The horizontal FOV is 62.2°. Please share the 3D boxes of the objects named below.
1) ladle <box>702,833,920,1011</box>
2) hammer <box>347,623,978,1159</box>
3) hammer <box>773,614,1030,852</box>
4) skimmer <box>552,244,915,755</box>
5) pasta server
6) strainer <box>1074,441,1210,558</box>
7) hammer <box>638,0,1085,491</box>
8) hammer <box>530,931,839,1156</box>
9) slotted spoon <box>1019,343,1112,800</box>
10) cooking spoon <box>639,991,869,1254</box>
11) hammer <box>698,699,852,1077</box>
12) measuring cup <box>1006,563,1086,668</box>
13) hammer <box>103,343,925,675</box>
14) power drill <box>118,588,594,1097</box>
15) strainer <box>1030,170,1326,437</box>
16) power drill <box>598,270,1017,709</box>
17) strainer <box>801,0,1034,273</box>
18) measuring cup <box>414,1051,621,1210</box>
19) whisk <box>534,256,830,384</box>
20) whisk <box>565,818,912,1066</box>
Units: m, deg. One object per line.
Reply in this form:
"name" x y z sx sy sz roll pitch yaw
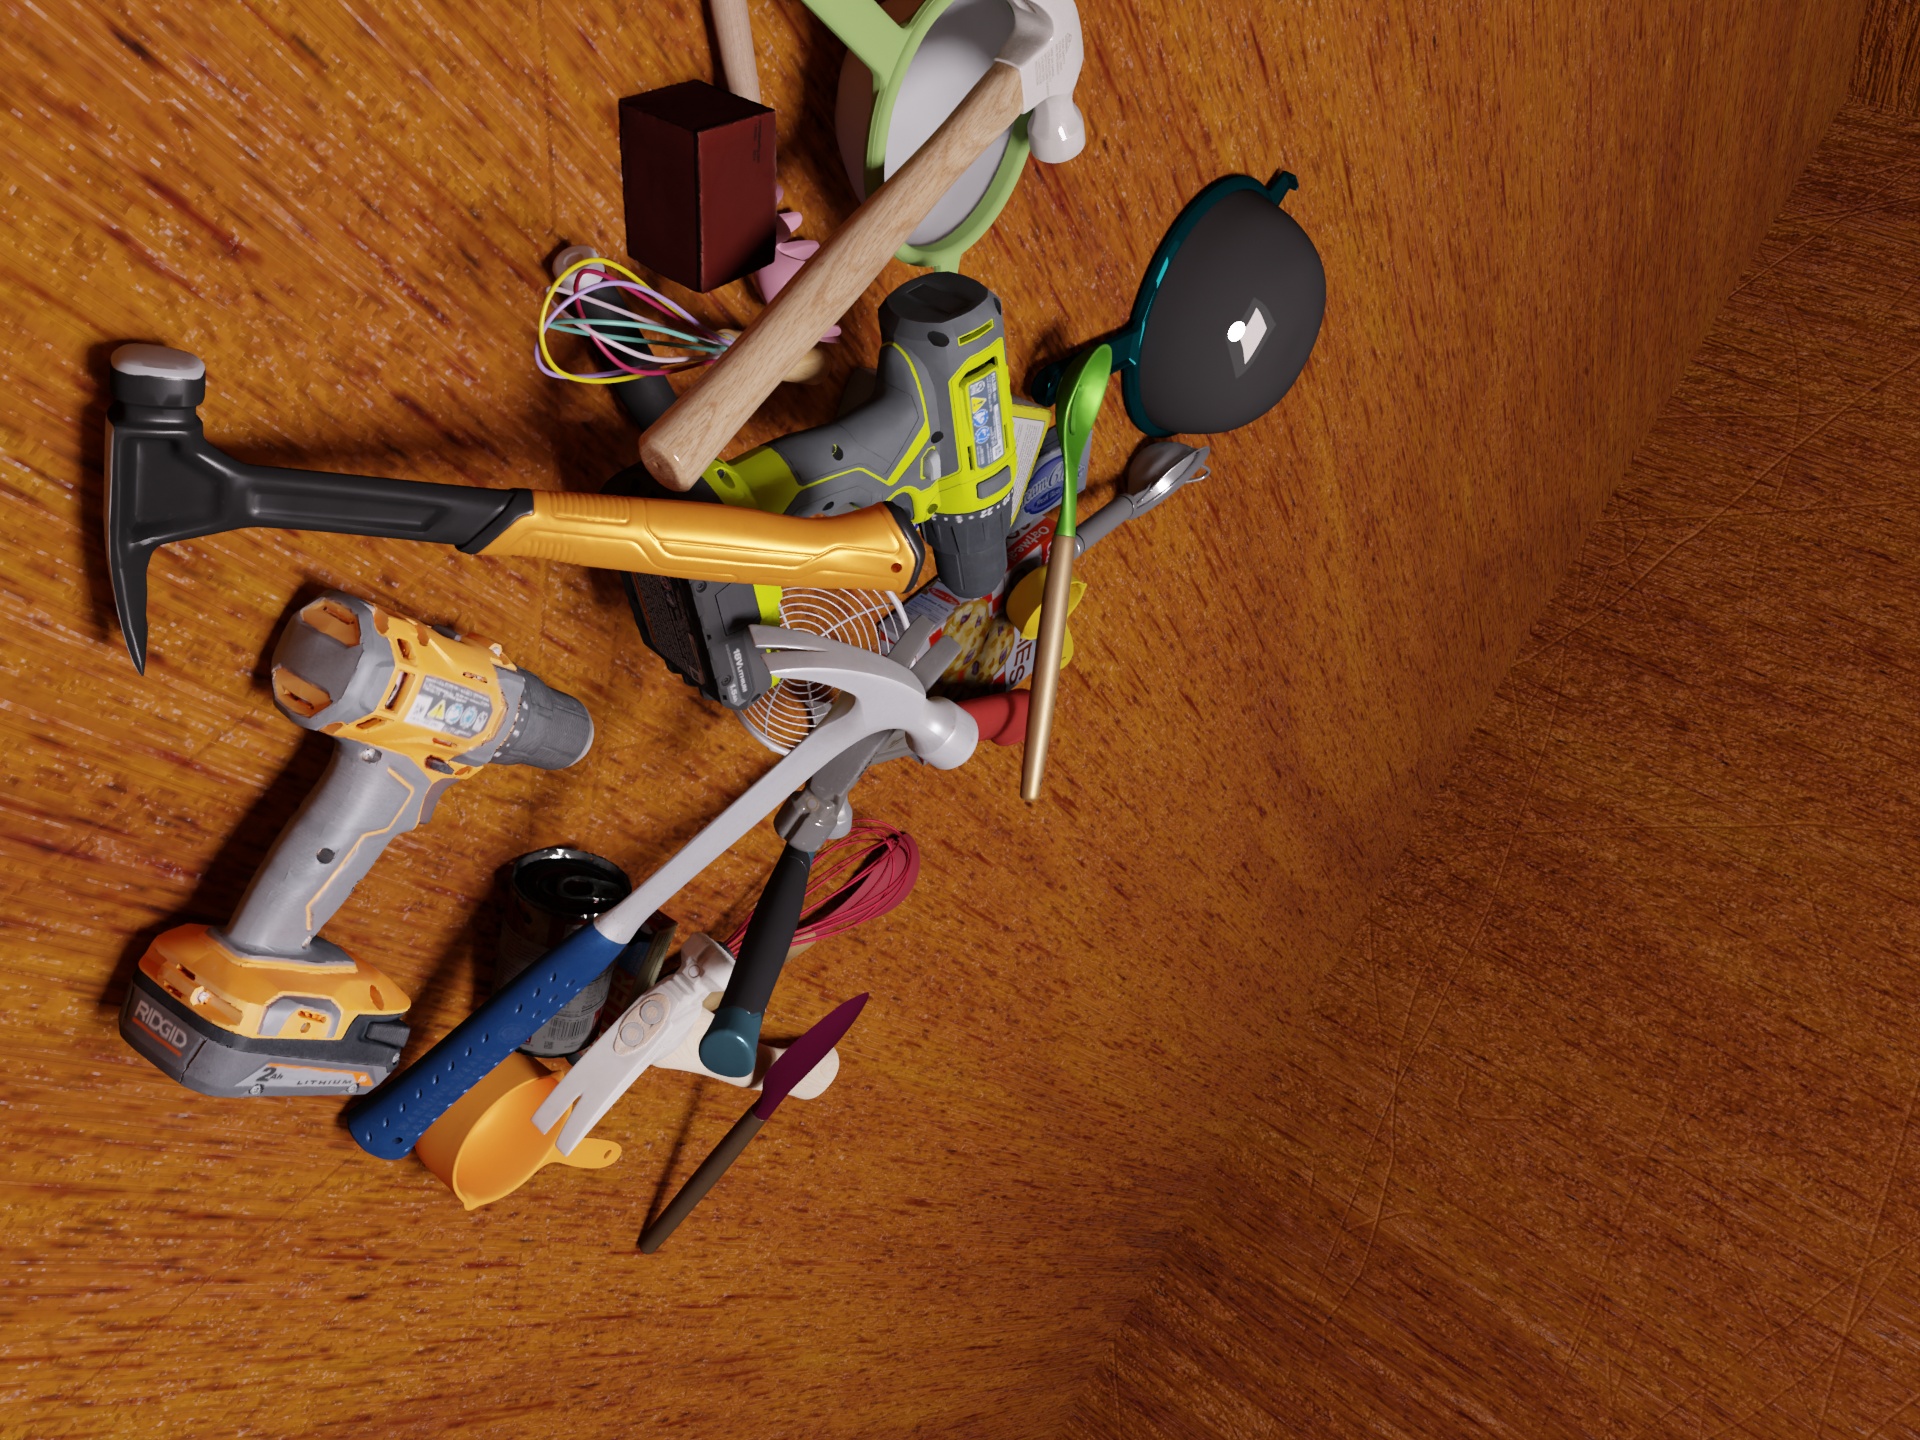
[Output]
"ladle" -0.130 0.168 1.172 0.315 0.031 0.069 -30 140 -43
"hammer" -0.180 0.101 0.835 0.405 0.035 0.143 -40 139 14
"hammer" -0.002 -0.003 1.030 0.149 0.037 0.359 -53 168 14
"skimmer" -0.115 -0.105 0.862 0.127 0.090 0.362 -49 151 -16
"pasta server" -0.098 -0.317 0.749 0.040 0.060 0.315 -10 135 -4
"strainer" 0.129 -0.171 1.233 0.087 0.050 0.258 -46 176 39
"hammer" -0.040 -0.237 0.763 0.331 0.031 0.130 -53 155 -21
"hammer" -0.160 0.242 1.102 0.146 0.038 0.410 -47 162 -7
"slotted spoon" 0.067 -0.101 1.088 0.070 0.031 0.314 0 98 -72
"cooking spoon" -0.155 0.296 1.143 0.068 0.017 0.318 -15 149 -55
"hammer" -0.103 0.096 0.966 0.331 0.033 0.128 -77 175 -60
"measuring cup" 0.065 -0.073 1.186 0.062 0.029 0.156 -39 162 -5
"hammer" -0.174 -0.075 0.678 0.336 0.034 0.127 2 119 -26
"power drill" -0.277 0.062 0.768 0.226 0.084 0.185 -65 154 -1
"strainer" 0.184 -0.281 1.198 0.340 0.095 0.210 -34 143 -43
"power drill" -0.061 -0.105 0.836 0.228 0.080 0.190 -35 139 -26
"strainer" -0.045 -0.326 0.785 0.151 0.069 0.256 -65 155 6
"measuring cup" -0.269 0.251 0.986 0.095 0.052 0.173 -57 155 -8
"whisk" -0.122 -0.183 0.762 0.245 0.051 0.047 -18 99 -67
"whisk" -0.147 0.151 1.094 0.296 0.073 0.073 -32 142 -34
